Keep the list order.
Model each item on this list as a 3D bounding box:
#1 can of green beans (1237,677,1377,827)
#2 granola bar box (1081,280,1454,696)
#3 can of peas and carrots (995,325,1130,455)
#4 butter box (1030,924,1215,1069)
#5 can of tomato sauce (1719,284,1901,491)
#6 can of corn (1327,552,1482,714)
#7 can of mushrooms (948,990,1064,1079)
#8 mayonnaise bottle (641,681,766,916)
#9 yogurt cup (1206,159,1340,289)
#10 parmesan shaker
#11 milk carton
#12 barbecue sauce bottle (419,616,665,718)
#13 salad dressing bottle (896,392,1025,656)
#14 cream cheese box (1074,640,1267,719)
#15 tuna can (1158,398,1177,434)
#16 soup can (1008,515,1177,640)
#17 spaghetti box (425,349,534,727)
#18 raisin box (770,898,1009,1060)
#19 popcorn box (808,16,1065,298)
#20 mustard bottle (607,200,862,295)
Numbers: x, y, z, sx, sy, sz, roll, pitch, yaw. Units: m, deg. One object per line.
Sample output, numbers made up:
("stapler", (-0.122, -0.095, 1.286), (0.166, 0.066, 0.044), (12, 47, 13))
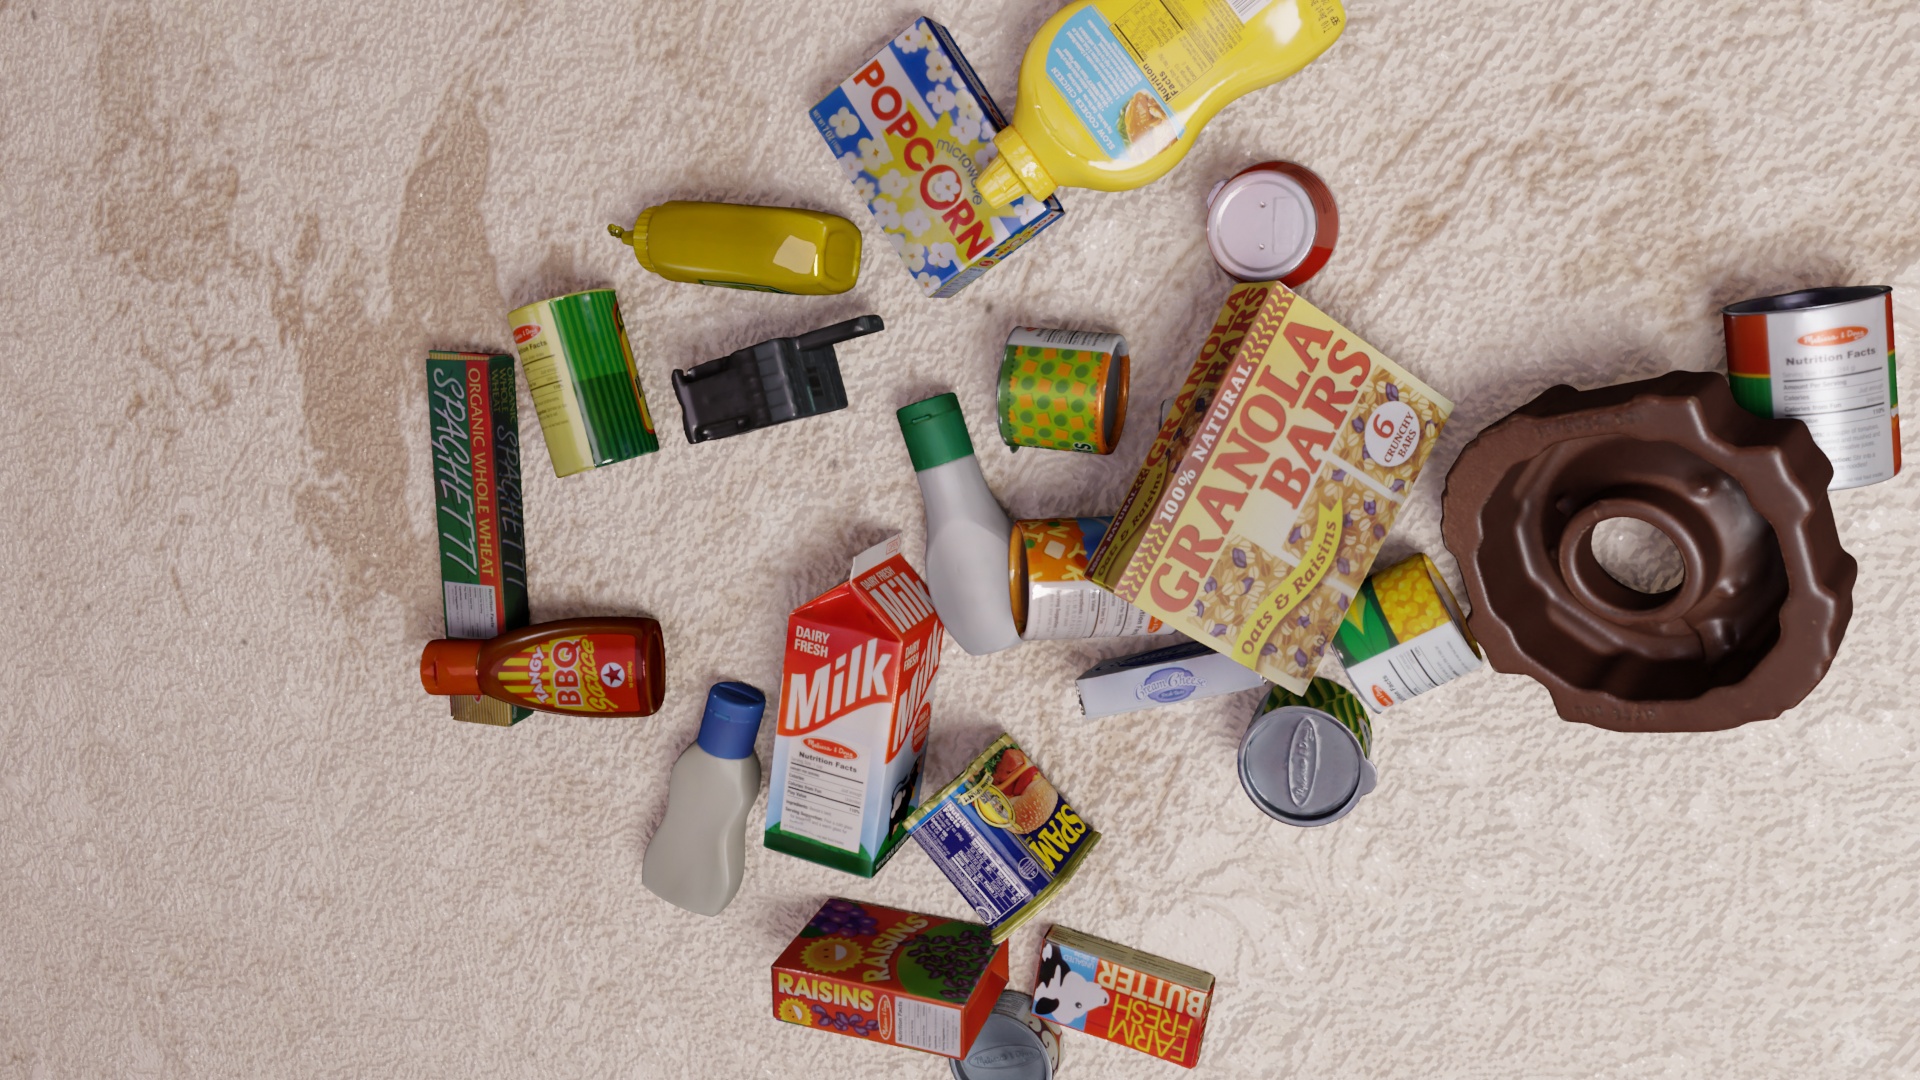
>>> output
("can of green beans", (0.186, 0.112, 0.745), (0.071, 0.058, 0.071), (4, 102, 19))
("granola bar box", (0.152, -0.025, 0.682), (0.124, 0.039, 0.165), (28, 89, -22))
("can of peas and carrots", (0.056, -0.078, 0.750), (0.059, 0.071, 0.070), (7, 103, 18))
("butter box", (0.096, 0.271, 0.826), (0.103, 0.024, 0.053), (14, 104, 17))
("can of tomato sauce", (0.387, -0.070, 0.632), (0.071, 0.071, 0.083), (-7, 102, 21))
("can of corn", (0.226, 0.045, 0.715), (0.058, 0.071, 0.071), (-30, 90, 22))
("can of mushrooms", (0.029, 0.316, 0.855), (0.071, 0.033, 0.071), (4, 101, 18))
("mayonnaise bottle", (-0.159, 0.164, 0.889), (0.065, 0.041, 0.147), (21, 106, 13))
("yogurt cup", (0.156, -0.159, 0.704), (0.072, 0.054, 0.072), (4, 103, 18))
("parmesan shaker", (-0.231, -0.095, 0.851), (0.071, 0.071, 0.103), (-12, 97, 22))
("milk carton", (-0.060, 0.092, 0.822), (0.073, 0.072, 0.190), (13, 106, 17))
("barbecue sauce bottle", (-0.266, 0.081, 0.889), (0.148, 0.044, 0.064), (0, 100, 4))
("salad dressing bottle", (0.003, -0.010, 0.795), (0.064, 0.044, 0.147), (-17, 93, 17))
("cream cheese box", (0.120, 0.073, 0.763), (0.103, 0.053, 0.024), (-14, 92, 21))
("tuna can", (0.128, -0.042, 0.731), (0.033, 0.071, 0.071), (-8, 98, 21))
("soup can", (0.072, 0.018, 0.748), (0.084, 0.071, 0.071), (-2, 102, -8))
("spaghetti box", (-0.316, -0.001, 0.918), (0.050, 0.029, 0.249), (4, 102, 18))
("raisin box", (-0.041, 0.263, 0.841), (0.123, 0.086, 0.040), (6, 108, 19))
("popcorn box", (-0.014, -0.208, 0.763), (0.085, 0.038, 0.126), (-33, 88, 21))
("mustard bottle", (-0.138, -0.171, 0.805), (0.160, 0.065, 0.048), (10, 99, 24))
